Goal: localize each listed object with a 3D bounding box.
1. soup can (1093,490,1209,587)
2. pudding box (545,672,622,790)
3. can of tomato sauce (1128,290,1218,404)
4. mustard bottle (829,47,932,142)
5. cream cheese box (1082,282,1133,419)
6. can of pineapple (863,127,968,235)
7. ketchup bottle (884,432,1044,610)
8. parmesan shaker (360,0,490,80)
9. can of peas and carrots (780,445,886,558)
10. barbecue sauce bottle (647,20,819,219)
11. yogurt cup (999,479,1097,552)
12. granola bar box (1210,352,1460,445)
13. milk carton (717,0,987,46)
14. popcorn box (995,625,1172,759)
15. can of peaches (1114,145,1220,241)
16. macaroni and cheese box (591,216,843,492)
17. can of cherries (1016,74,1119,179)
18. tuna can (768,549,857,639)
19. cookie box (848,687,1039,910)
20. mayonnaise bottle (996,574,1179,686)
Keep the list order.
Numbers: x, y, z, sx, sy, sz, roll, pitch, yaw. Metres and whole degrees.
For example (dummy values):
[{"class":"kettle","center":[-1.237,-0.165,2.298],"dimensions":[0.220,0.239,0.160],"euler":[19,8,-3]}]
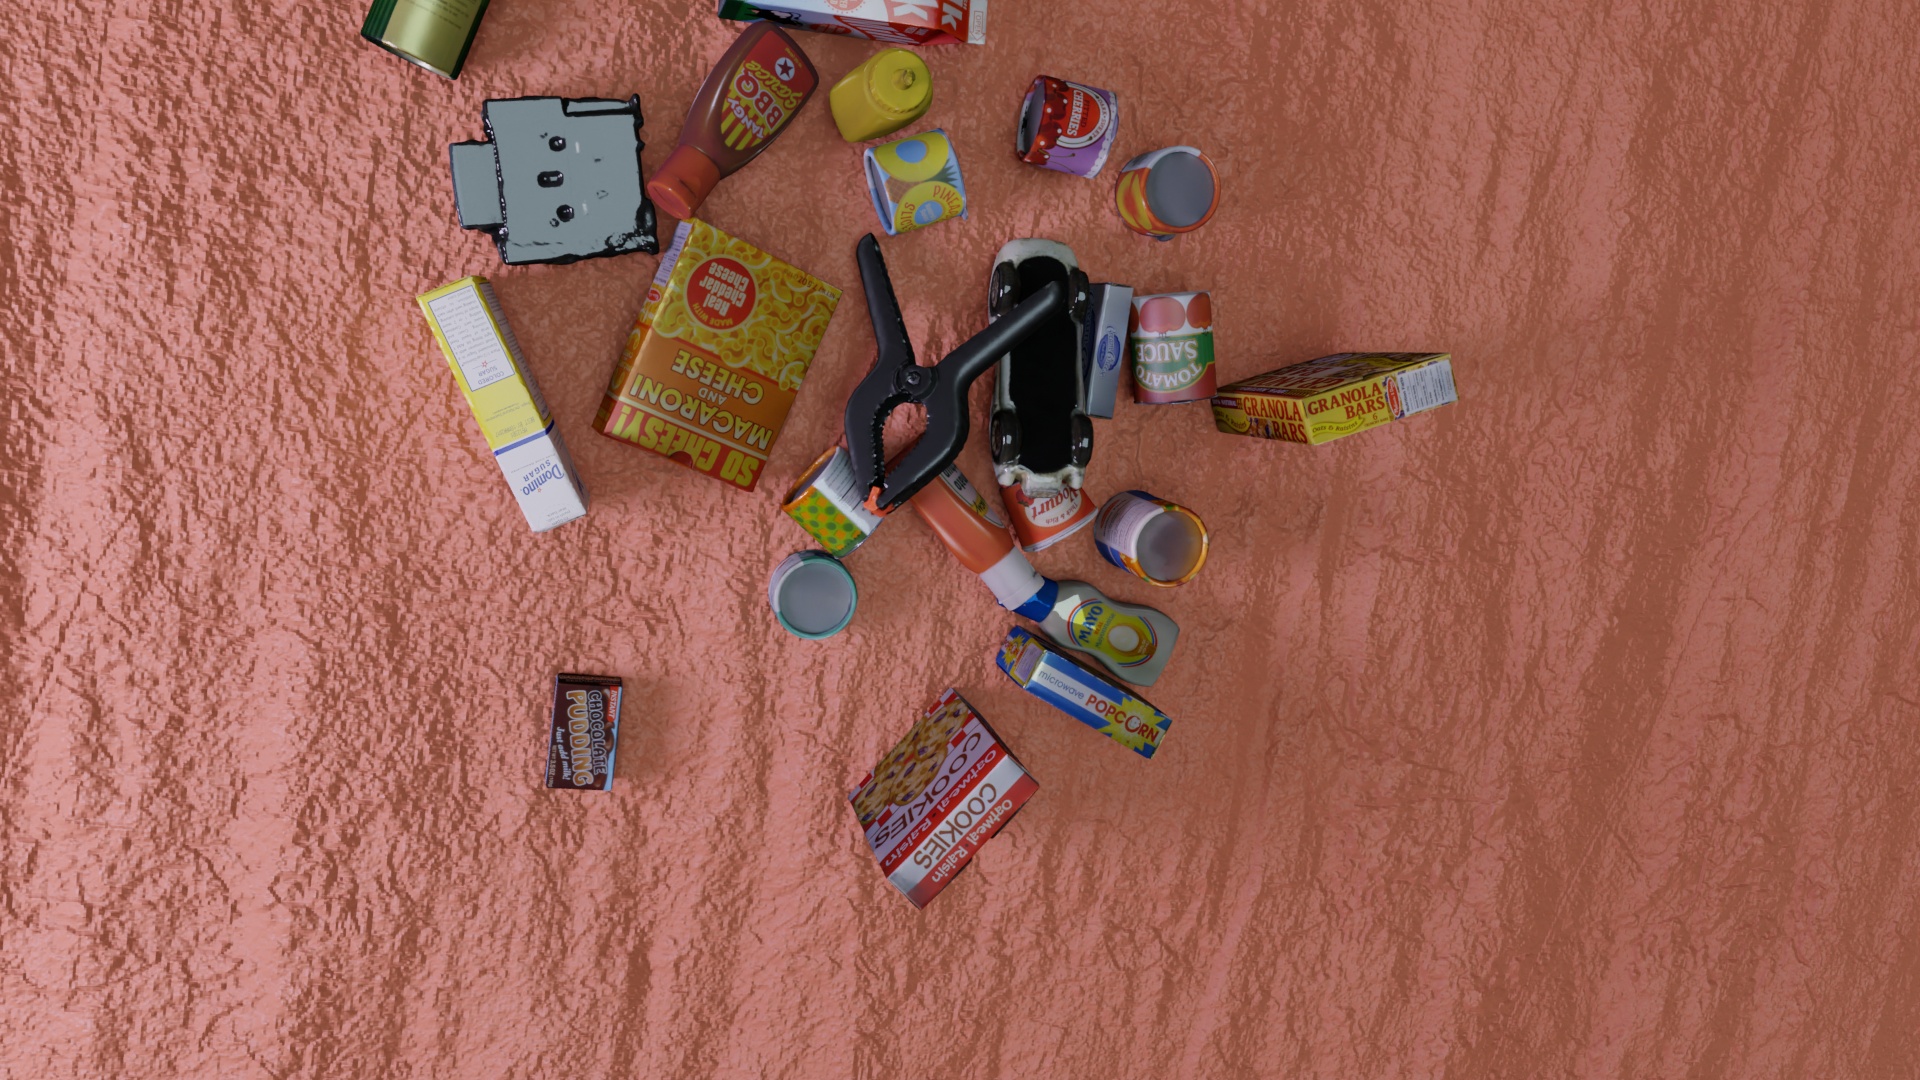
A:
[{"class":"soup can","center":[0.154,-0.001,1.105],"dimensions":[0.071,0.084,0.071],"euler":[-3,100,-14]},{"class":"pudding box","center":[-0.283,0.145,1.046],"dimensions":[0.050,0.030,0.083],"euler":[6,98,-16]},{"class":"can of tomato sauce","center":[0.165,-0.151,1.090],"dimensions":[0.071,0.071,0.083],"euler":[-8,101,-13]},{"class":"mustard bottle","center":[-0.049,-0.311,0.962],"dimensions":[0.065,0.160,0.048],"euler":[-23,103,-10]},{"class":"cream cheese box","center":[0.107,-0.149,1.084],"dimensions":[0.024,0.053,0.103],"euler":[6,98,-18]},{"class":"can of pineapple","center":[-0.033,-0.262,1.022],"dimensions":[0.058,0.071,0.071],"euler":[-19,104,-9]},{"class":"ketchup bottle","center":[0.004,-0.013,1.062],"dimensions":[0.043,0.065,0.148],"euler":[-38,95,17]},{"class":"parmesan shaker","center":[-0.351,-0.370,0.924],"dimensions":[0.071,0.071,0.103],"euler":[23,94,-17]},{"class":"can of peas and carrots","center":[-0.094,-0.028,1.048],"dimensions":[0.058,0.071,0.071],"euler":[43,87,-16]},{"class":"barbecue sauce bottle","center":[-0.162,-0.291,0.974],"dimensions":[0.064,0.043,0.149],"euler":[46,68,-35]},{"class":"yogurt cup","center":[0.066,-0.030,1.089],"dimensions":[0.072,0.072,0.054],"euler":[-31,97,-7]},{"class":"granola bar box","center":[0.284,-0.113,1.077],"dimensions":[0.124,0.165,0.039],"euler":[-17,101,-11]},{"class":"milk carton","center":[-0.072,-0.400,0.986],"dimensions":[0.191,0.073,0.072],"euler":[2,99,-15]},{"class":"popcorn box","center":[0.097,0.120,1.110],"dimensions":[0.126,0.085,0.038],"euler":[30,90,-17]},{"class":"can of peaches","center":[0.161,-0.268,1.076],"dimensions":[0.071,0.058,0.071],"euler":[-2,99,-14]},{"class":"macaroni and cheese box","center":[-0.176,-0.133,1.007],"dimensions":[0.124,0.040,0.166],"euler":[22,93,-31]},{"class":"can of cherries","center":[0.080,-0.311,1.041],"dimensions":[0.058,0.071,0.071],"euler":[10,97,-15]},{"class":"tuna can","center":[-0.111,0.043,1.071],"dimensions":[0.071,0.033,0.071],"euler":[-2,100,-13]},{"class":"cookie box","center":[-0.016,0.190,1.050],"dimensions":[0.123,0.167,0.040],"euler":[-46,108,-3]},{"class":"mayonnaise bottle","center":[0.101,0.065,1.124],"dimensions":[0.148,0.041,0.064],"euler":[25,93,-16]}]
